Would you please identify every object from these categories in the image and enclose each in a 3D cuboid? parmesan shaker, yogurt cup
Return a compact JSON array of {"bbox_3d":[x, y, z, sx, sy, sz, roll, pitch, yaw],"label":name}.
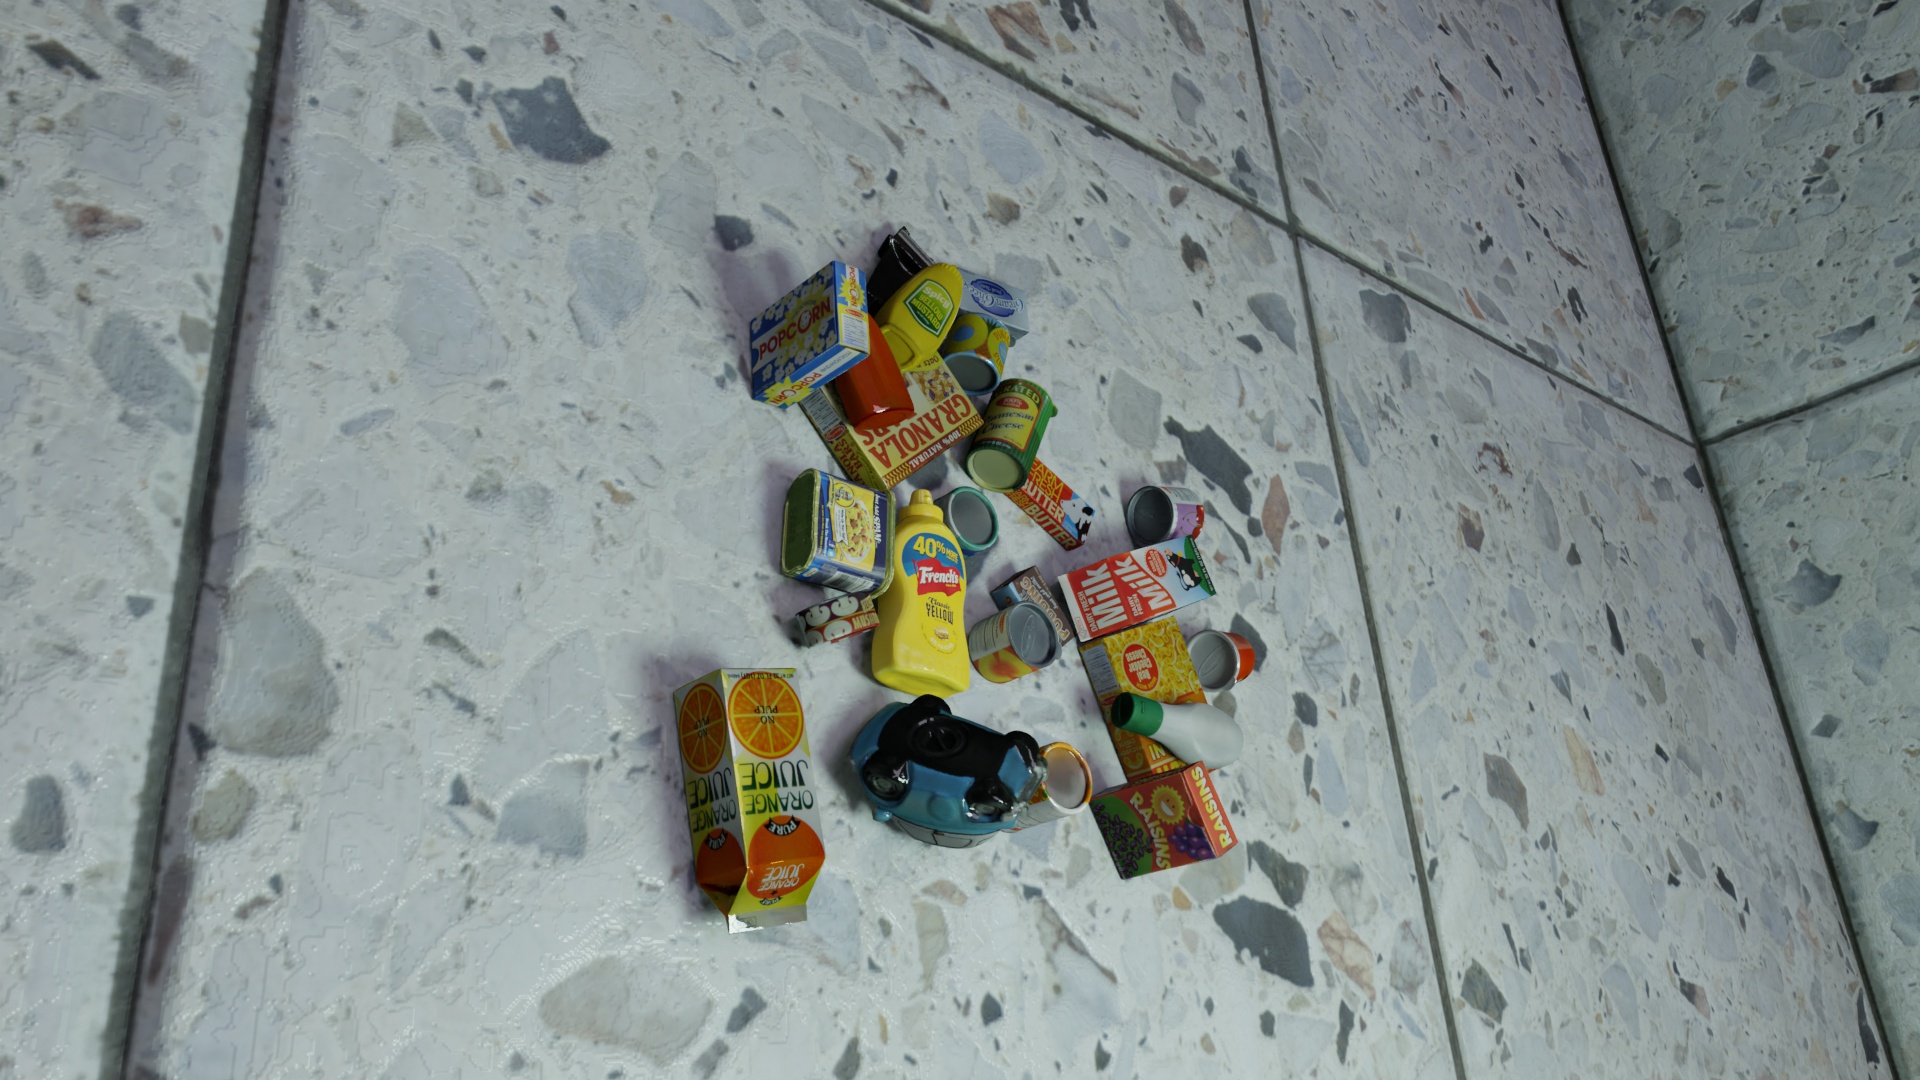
[{"bbox_3d":[0.052,-0.106,1.407,0.071,0.071,0.103,40,47,-22],"label":"parmesan shaker"},{"bbox_3d":[0.284,0.129,1.511,0.054,0.072,0.072,0,70,-51],"label":"yogurt cup"}]

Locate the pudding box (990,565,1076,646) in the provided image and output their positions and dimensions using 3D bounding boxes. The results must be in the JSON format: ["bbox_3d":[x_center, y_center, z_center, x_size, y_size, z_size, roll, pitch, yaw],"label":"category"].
[{"bbox_3d":[0.072,0.072,1.365,0.050,0.030,0.083,-32,92,-46],"label":"pudding box"}]

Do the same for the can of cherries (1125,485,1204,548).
[{"bbox_3d":[0.226,-0.024,1.533,0.058,0.071,0.071,1,70,-44],"label":"can of cherries"}]

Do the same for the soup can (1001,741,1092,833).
[{"bbox_3d":[0.067,0.219,1.249,0.071,0.083,0.071,21,57,-35],"label":"soup can"}]

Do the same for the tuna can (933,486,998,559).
[{"bbox_3d":[0.005,-0.017,1.346,0.071,0.032,0.071,20,58,-35],"label":"tuna can"}]

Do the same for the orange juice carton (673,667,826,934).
[{"bbox_3d":[-0.159,0.197,1.058,0.072,0.072,0.193,5,67,-42],"label":"orange juice carton"}]

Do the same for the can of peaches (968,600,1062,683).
[{"bbox_3d":[0.052,0.098,1.314,0.071,0.058,0.071,21,56,-35],"label":"can of peaches"}]

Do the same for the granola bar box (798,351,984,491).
[{"bbox_3d":[-0.066,-0.125,1.329,0.124,0.039,0.166,56,44,-3],"label":"granola bar box"}]

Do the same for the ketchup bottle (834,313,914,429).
[{"bbox_3d":[-0.094,-0.176,1.270,0.065,0.043,0.149,-9,74,-45],"label":"ketchup bottle"}]

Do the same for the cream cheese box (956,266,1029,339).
[{"bbox_3d":[0.028,-0.254,1.492,0.104,0.024,0.053,11,64,-39],"label":"cream cheese box"}]

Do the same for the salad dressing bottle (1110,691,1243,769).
[{"bbox_3d":[0.214,0.185,1.373,0.147,0.044,0.064,22,59,-31],"label":"salad dressing bottle"}]

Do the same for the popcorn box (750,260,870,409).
[{"bbox_3d":[-0.134,-0.181,1.232,0.038,0.126,0.085,15,61,-41],"label":"popcorn box"}]

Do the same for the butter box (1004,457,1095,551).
[{"bbox_3d":[0.093,-0.041,1.445,0.103,0.024,0.053,41,47,-21],"label":"butter box"}]

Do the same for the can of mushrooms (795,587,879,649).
[{"bbox_3d":[-0.102,0.066,1.179,0.071,0.071,0.033,-13,81,-45],"label":"can of mushrooms"}]

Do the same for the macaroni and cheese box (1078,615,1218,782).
[{"bbox_3d":[0.201,0.171,1.429,0.124,0.040,0.166,-12,78,-44],"label":"macaroni and cheese box"}]

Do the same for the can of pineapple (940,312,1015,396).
[{"bbox_3d":[0.016,-0.189,1.416,0.071,0.070,0.058,34,51,-27],"label":"can of pineapple"}]

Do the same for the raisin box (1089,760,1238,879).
[{"bbox_3d":[0.190,0.265,1.311,0.040,0.123,0.086,-16,82,-46],"label":"raisin box"}]

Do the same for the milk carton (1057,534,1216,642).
[{"bbox_3d":[0.173,0.052,1.438,0.191,0.073,0.072,-12,78,-45],"label":"milk carton"}]

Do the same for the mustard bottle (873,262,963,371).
[{"bbox_3d":[-0.033,-0.230,1.351,0.065,0.048,0.161,44,45,-16],"label":"mustard bottle"}]
